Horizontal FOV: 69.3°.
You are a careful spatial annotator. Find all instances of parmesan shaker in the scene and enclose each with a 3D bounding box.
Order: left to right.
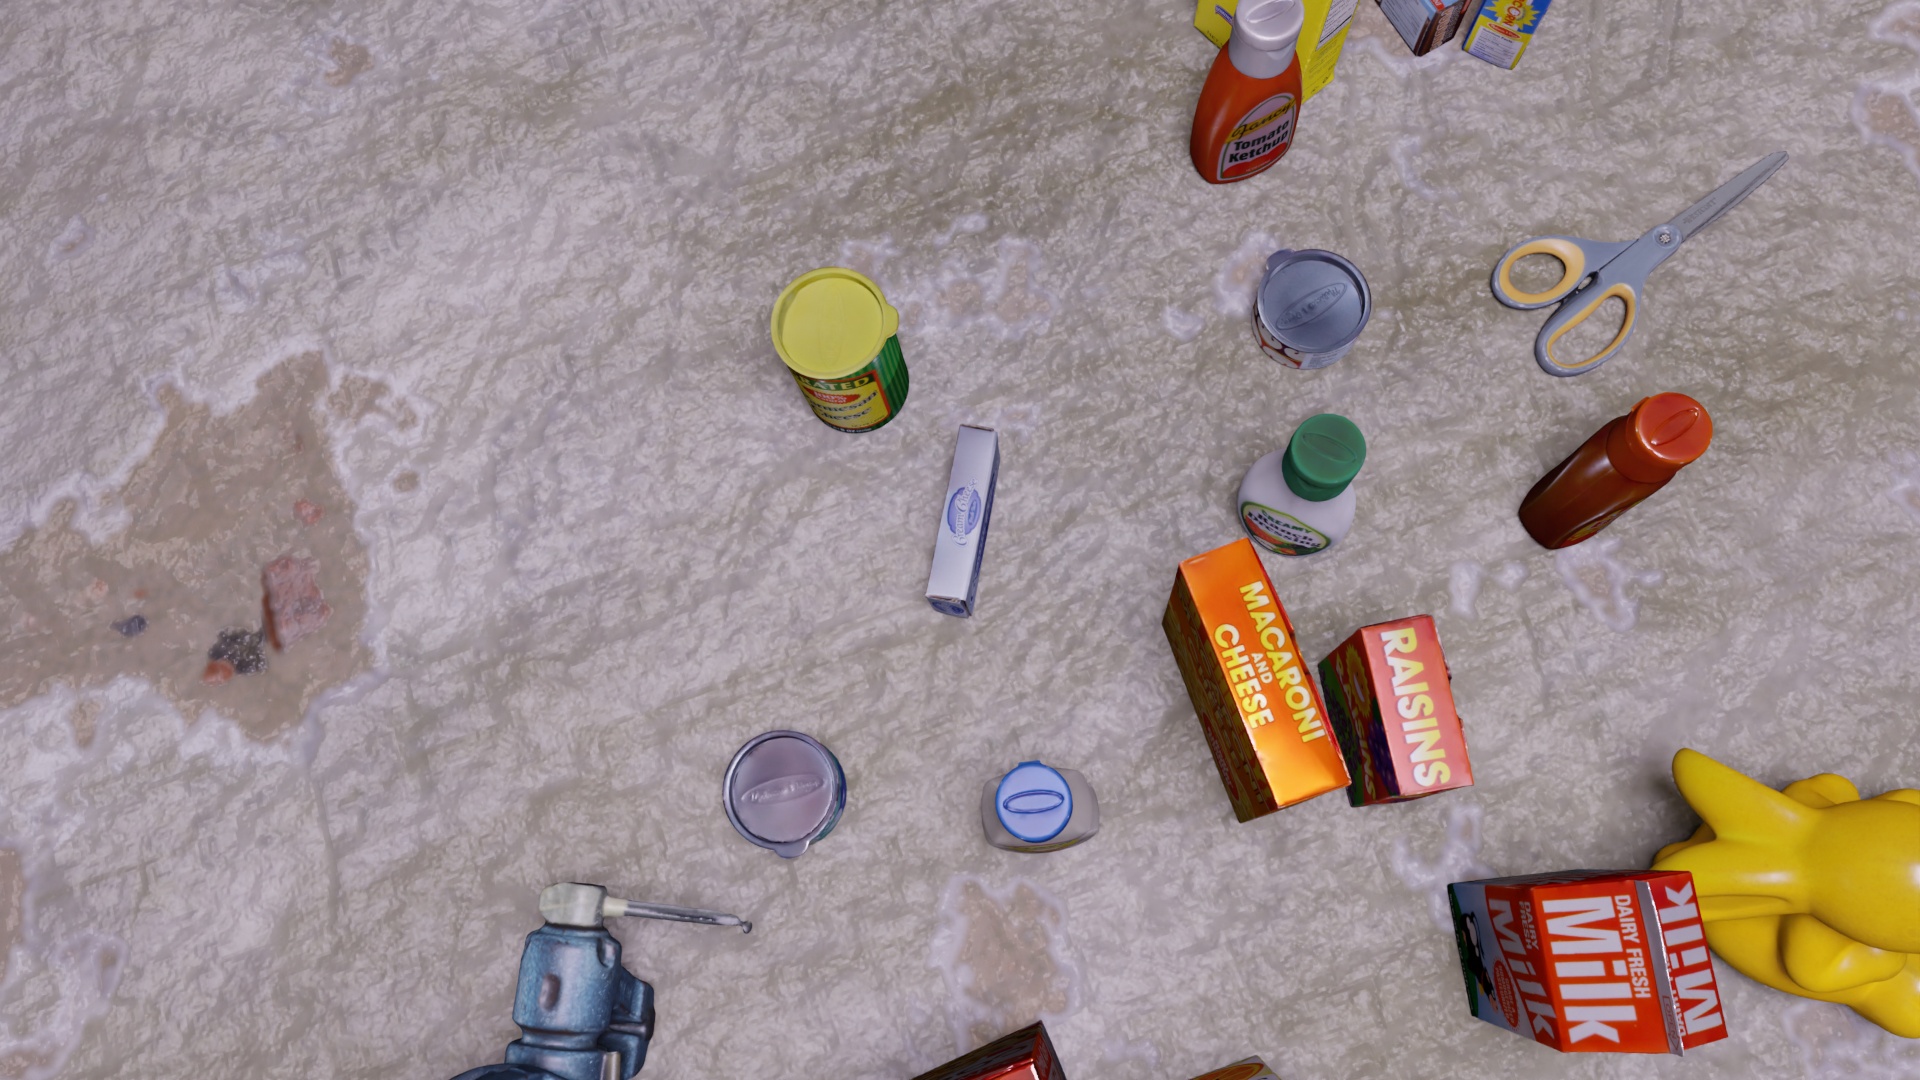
[{"bbox_3d":[-0.065,-0.108,0.810,0.071,0.103,0.071,-1,76,5],"label":"parmesan shaker"}]

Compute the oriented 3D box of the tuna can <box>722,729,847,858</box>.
[{"bbox_3d":[-0.098,0.144,0.785,0.071,0.032,0.071,-1,76,5],"label":"tuna can"}]

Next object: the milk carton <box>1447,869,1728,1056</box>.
[{"bbox_3d":[0.296,0.195,0.657,0.073,0.190,0.072,-7,76,3],"label":"milk carton"}]

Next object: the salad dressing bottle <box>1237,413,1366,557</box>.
[{"bbox_3d":[0.185,-0.029,0.746,0.064,0.147,0.044,27,80,11],"label":"salad dressing bottle"}]

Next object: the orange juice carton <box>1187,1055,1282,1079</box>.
[{"bbox_3d":[0.129,0.297,0.644,0.073,0.192,0.072,-20,75,0],"label":"orange juice carton"}]

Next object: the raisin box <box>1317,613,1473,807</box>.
[{"bbox_3d":[0.224,0.093,0.724,0.040,0.123,0.086,-10,76,3],"label":"raisin box"}]

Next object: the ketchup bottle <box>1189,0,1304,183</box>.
[{"bbox_3d":[0.170,-0.264,0.806,0.065,0.148,0.043,-24,75,-1],"label":"ketchup bottle"}]

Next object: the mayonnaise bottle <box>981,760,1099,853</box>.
[{"bbox_3d":[0.040,0.139,0.715,0.065,0.148,0.041,-7,76,3],"label":"mayonnaise bottle"}]

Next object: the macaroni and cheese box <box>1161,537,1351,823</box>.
[{"bbox_3d":[0.146,0.077,0.712,0.040,0.166,0.124,-20,75,0],"label":"macaroni and cheese box"}]

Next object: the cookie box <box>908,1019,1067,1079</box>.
[{"bbox_3d":[-0.011,0.282,0.673,0.123,0.167,0.040,-24,75,-1],"label":"cookie box"}]

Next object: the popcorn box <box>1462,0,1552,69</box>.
[{"bbox_3d":[0.359,-0.366,0.849,0.038,0.085,0.127,27,80,11],"label":"popcorn box"}]

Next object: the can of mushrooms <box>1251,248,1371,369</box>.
[{"bbox_3d":[0.208,-0.139,0.831,0.071,0.033,0.071,-1,76,5],"label":"can of mushrooms"}]

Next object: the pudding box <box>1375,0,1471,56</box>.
[{"bbox_3d":[0.281,-0.353,0.871,0.030,0.049,0.084,-29,75,-2],"label":"pudding box"}]

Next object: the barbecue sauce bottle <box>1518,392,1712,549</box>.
[{"bbox_3d":[0.346,-0.038,0.734,0.065,0.148,0.044,-34,76,-4],"label":"barbecue sauce bottle"}]

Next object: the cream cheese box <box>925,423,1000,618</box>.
[{"bbox_3d":[0.003,-0.010,0.805,0.024,0.053,0.104,9,77,7],"label":"cream cheese box"}]
